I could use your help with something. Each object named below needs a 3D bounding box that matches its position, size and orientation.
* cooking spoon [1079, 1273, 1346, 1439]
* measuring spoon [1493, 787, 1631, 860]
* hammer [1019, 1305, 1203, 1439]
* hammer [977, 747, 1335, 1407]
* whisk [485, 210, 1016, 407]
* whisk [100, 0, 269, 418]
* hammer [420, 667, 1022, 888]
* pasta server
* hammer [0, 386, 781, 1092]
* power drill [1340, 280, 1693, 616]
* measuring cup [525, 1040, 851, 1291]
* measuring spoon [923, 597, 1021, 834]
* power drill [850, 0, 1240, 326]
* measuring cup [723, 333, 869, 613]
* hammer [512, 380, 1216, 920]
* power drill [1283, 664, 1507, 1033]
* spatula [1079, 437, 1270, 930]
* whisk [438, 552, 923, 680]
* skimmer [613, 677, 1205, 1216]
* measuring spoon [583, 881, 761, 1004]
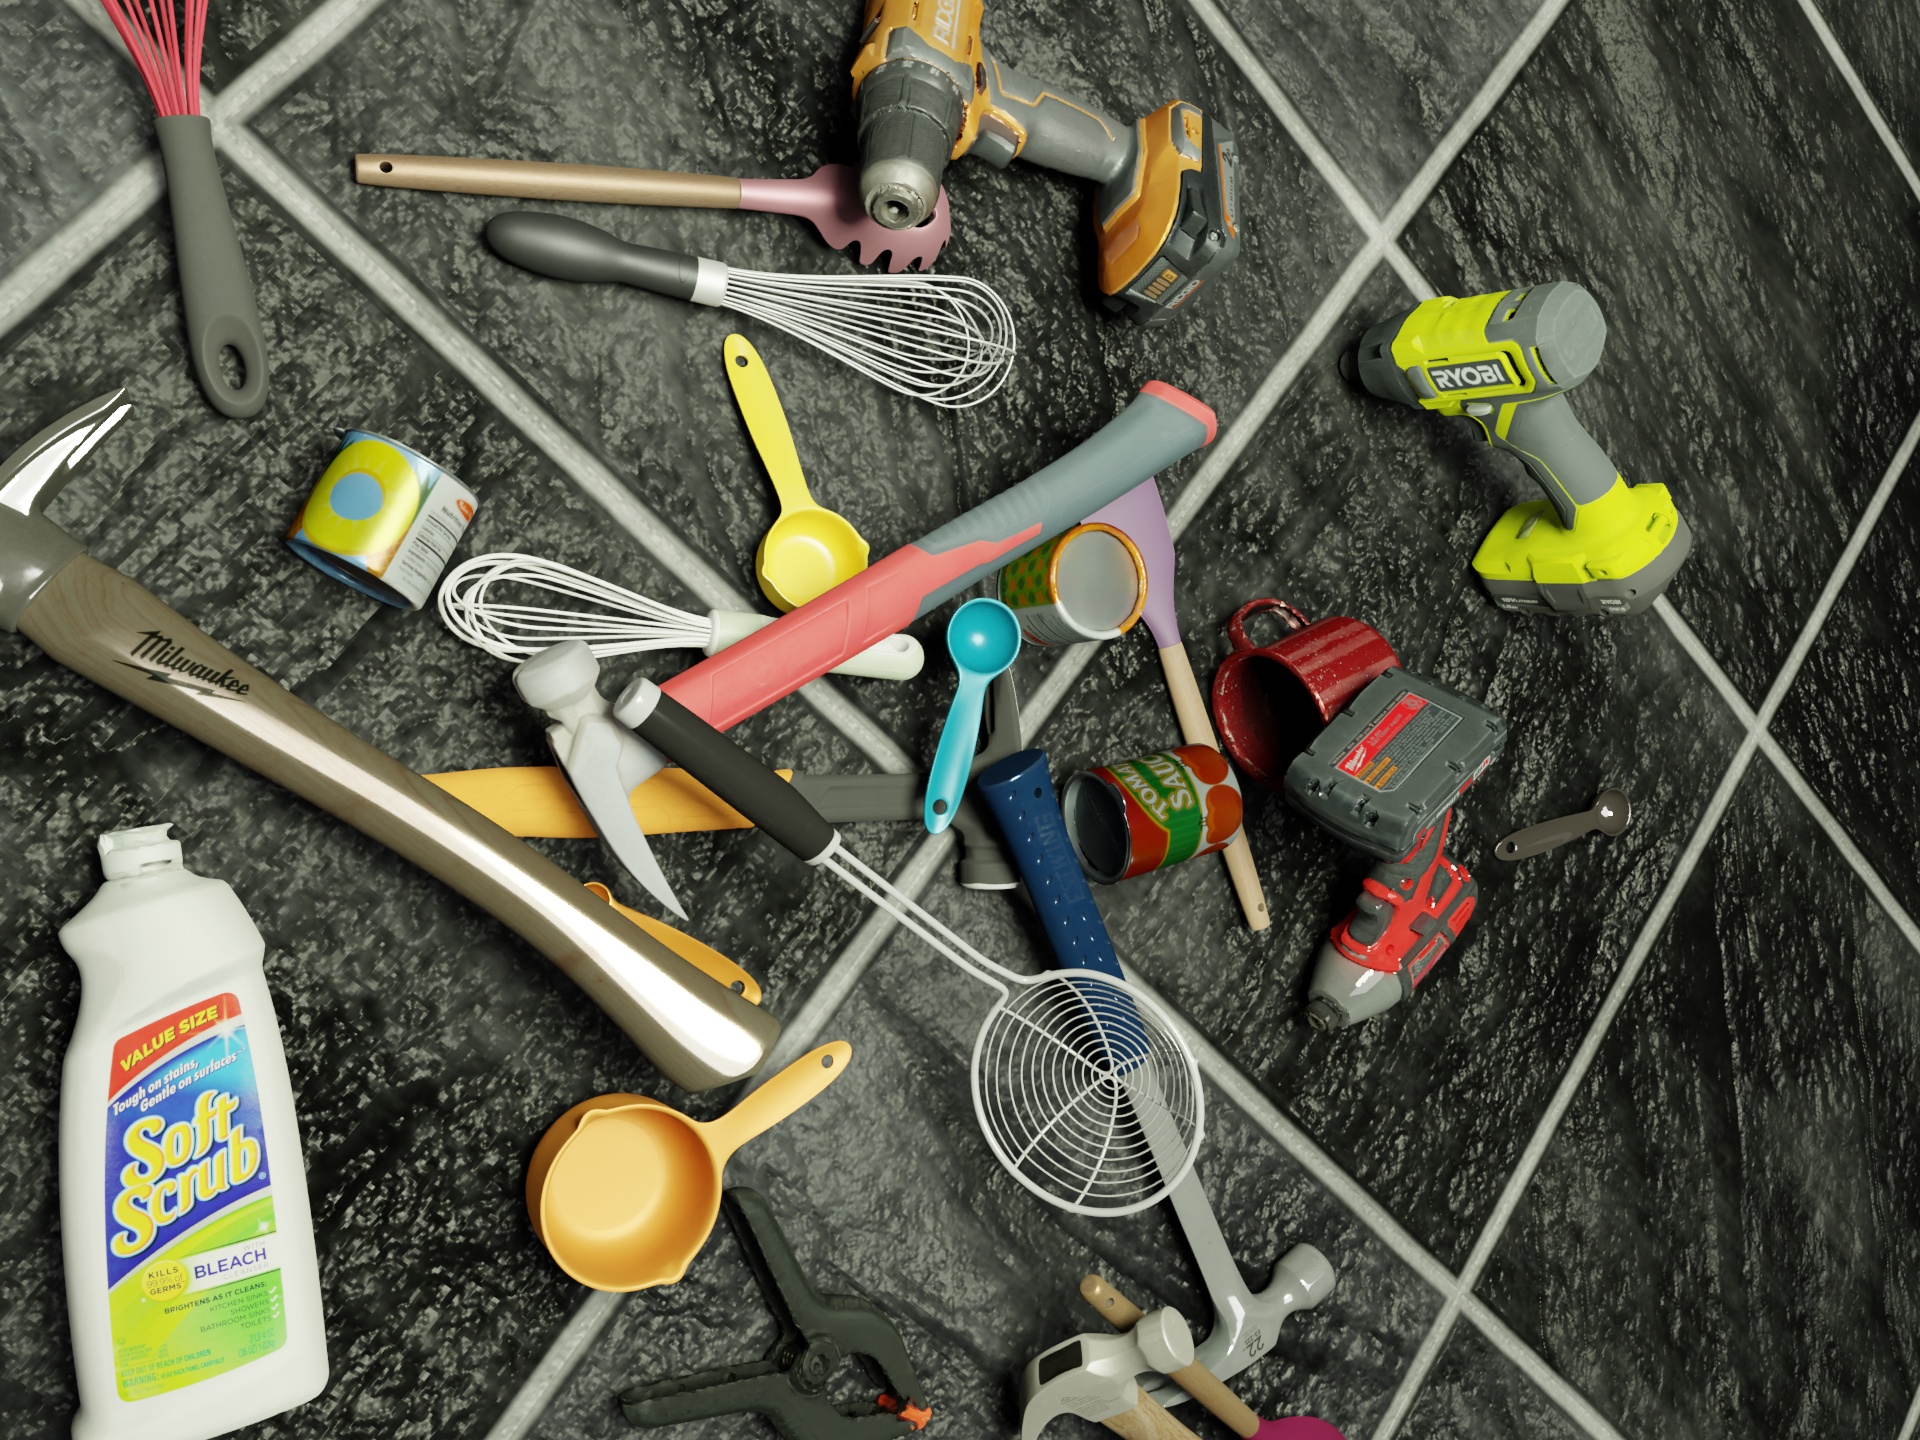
[{"bbox_3d":[0.155,0.398,0.921,0.069,0.017,0.318,-48,123,-12],"label":"cooking spoon"},{"bbox_3d":[0.419,0.075,1.116,0.124,0.018,0.034,-15,97,-21],"label":"measuring spoon"},{"bbox_3d":[0.150,0.442,0.916,0.331,0.130,0.031,47,26,-29],"label":"hammer"},{"bbox_3d":[0.097,0.206,0.901,0.144,0.035,0.405,-31,109,-25],"label":"hammer"},{"bbox_3d":[-0.099,-0.220,0.822,0.284,0.070,0.070,8,85,-24],"label":"whisk"},{"bbox_3d":[-0.344,-0.280,0.691,0.073,0.073,0.295,-13,101,-28],"label":"whisk"},{"bbox_3d":[-0.117,0.032,0.812,0.336,0.034,0.127,-1,90,-28],"label":"hammer"},{"bbox_3d":[-0.143,-0.269,0.815,0.316,0.040,0.060,-5,91,-25],"label":"pasta server"},{"bbox_3d":[-0.248,0.029,0.705,0.410,0.038,0.146,37,71,-13],"label":"hammer"},{"bbox_3d":[0.351,-0.171,1.008,0.223,0.171,0.080,49,68,-28],"label":"power drill"},{"bbox_3d":[-0.133,0.206,0.789,0.173,0.052,0.095,-31,103,-28],"label":"measuring cup"},{"bbox_3d":[-0.001,-0.003,0.849,0.042,0.021,0.128,15,89,-20],"label":"measuring spoon"},{"bbox_3d":[0.042,-0.299,0.858,0.226,0.084,0.185,23,54,-25],"label":"power drill"},{"bbox_3d":[-0.097,-0.127,0.840,0.062,0.029,0.156,-18,85,-27],"label":"measuring cup"},{"bbox_3d":[-0.020,-0.055,0.802,0.386,0.038,0.143,-32,112,-19],"label":"hammer"},{"bbox_3d":[0.252,0.088,0.941,0.143,0.079,0.219,-41,142,-24],"label":"power drill"},{"bbox_3d":[0.132,-0.020,0.958,0.060,0.018,0.316,-23,98,-26],"label":"spatula"},{"bbox_3d":[-0.131,-0.045,0.789,0.246,0.058,0.059,6,130,-25],"label":"whisk"},{"bbox_3d":[-0.024,0.113,0.762,0.363,0.127,0.090,41,27,-26],"label":"skimmer"},{"bbox_3d":[-0.148,0.116,0.808,0.116,0.011,0.021,37,70,-26],"label":"measuring spoon"}]
